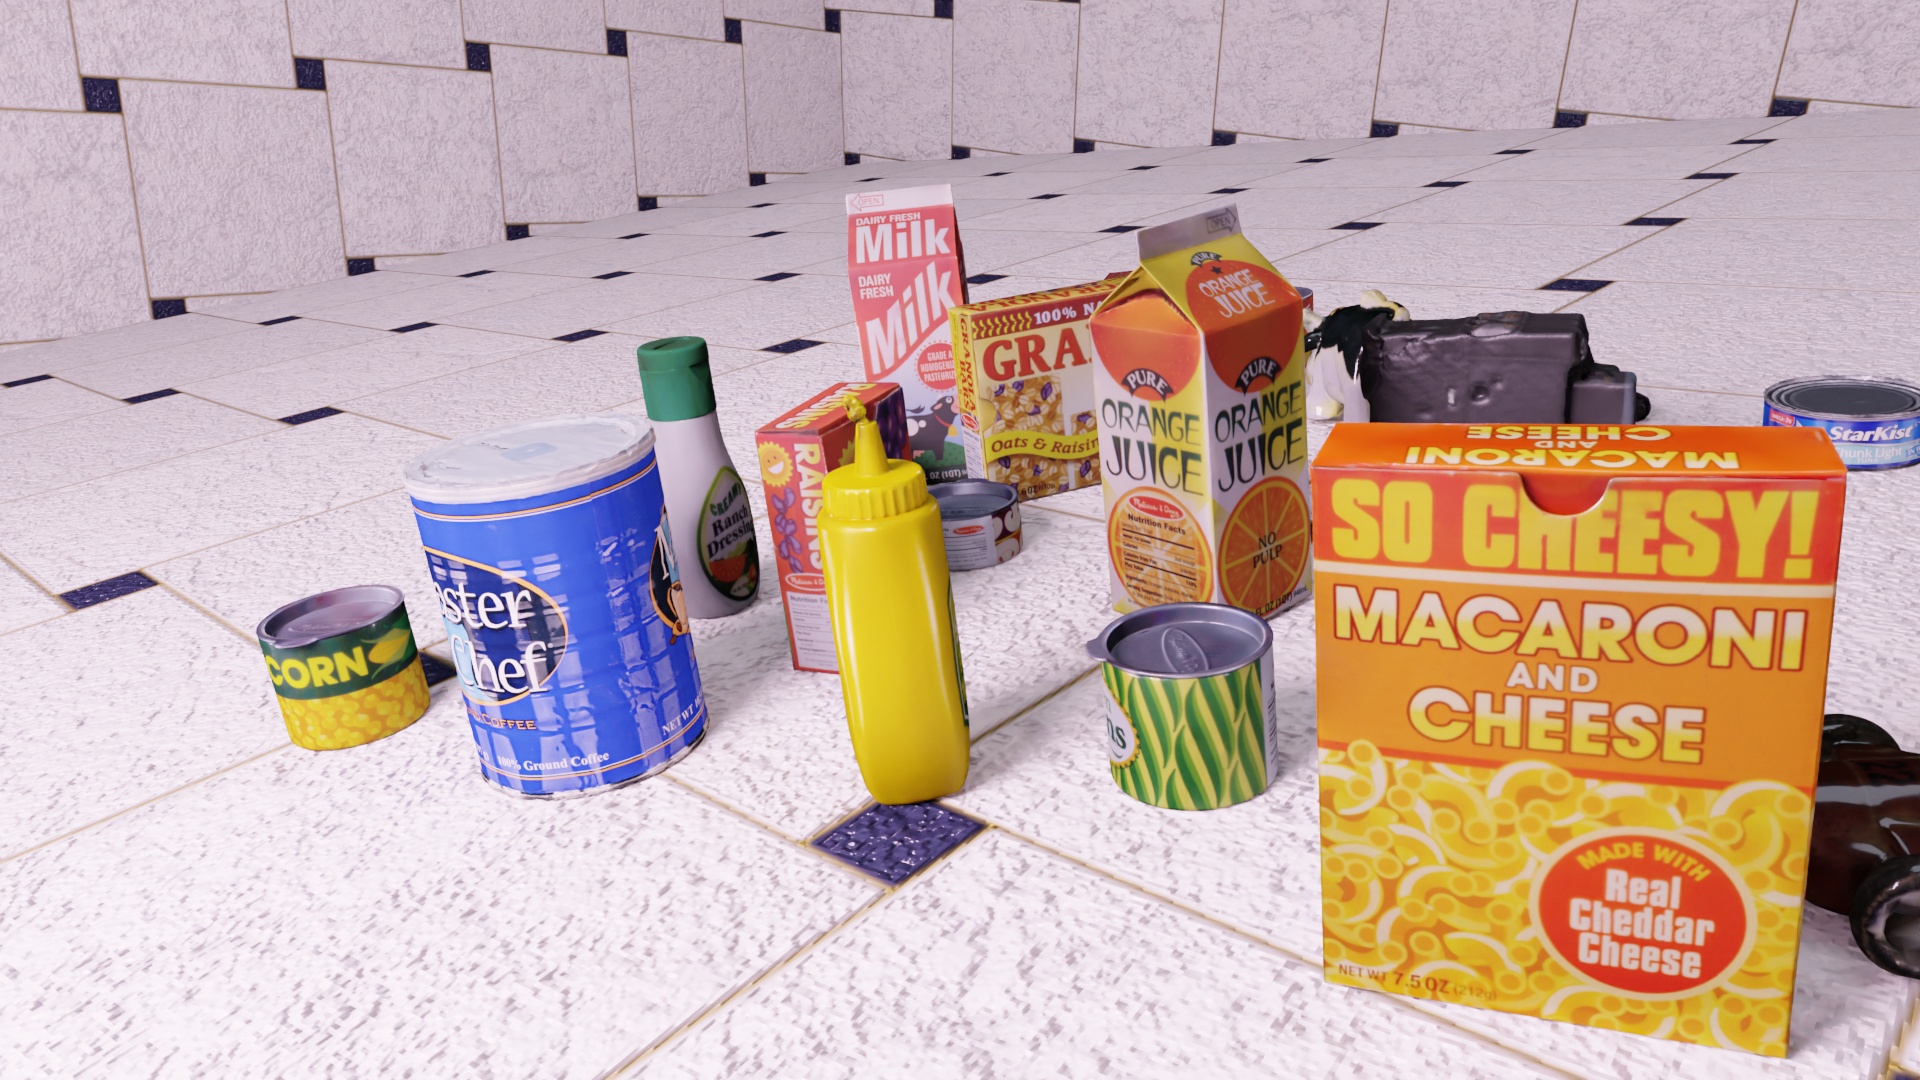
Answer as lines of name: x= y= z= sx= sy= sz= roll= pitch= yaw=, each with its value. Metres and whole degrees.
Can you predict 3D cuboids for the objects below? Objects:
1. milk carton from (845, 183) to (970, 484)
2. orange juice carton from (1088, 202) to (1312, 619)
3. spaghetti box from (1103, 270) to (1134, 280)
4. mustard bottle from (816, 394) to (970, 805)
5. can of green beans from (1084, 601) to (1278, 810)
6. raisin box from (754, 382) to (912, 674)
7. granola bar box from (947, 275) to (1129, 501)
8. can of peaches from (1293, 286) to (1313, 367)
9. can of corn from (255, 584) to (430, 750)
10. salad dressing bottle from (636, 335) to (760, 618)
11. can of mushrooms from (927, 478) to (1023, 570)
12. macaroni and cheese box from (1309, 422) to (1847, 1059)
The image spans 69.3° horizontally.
milk carton: x=-0.029 y=-0.138 z=0.925 sx=0.072 sy=0.189 sz=0.074 roll=-5 pitch=20 yaw=4
orange juice carton: x=0.113 y=-0.057 z=0.656 sx=0.072 sy=0.192 sz=0.073 roll=-21 pitch=24 yaw=-35
spaghetti box: x=0.126 y=-0.190 z=1.221 sx=0.028 sy=0.050 sz=0.251 roll=-1 pitch=21 yaw=17
mustard bottle: x=-0.027 y=0.021 z=0.538 sx=0.049 sy=0.159 sz=0.065 roll=-8 pitch=20 yaw=-4
can of green beans: x=0.088 y=0.063 z=0.536 sx=0.071 sy=0.057 sz=0.071 roll=-6 pitch=20 yaw=2
raisin box: x=-0.055 y=-0.008 z=0.679 sx=0.040 sy=0.123 sz=0.086 roll=2 pitch=22 yaw=25
granola bar box: x=0.082 y=-0.099 z=0.880 sx=0.166 sy=0.123 sz=0.039 roll=-13 pitch=21 yaw=-17
can of peaches: x=0.249 y=-0.167 z=1.107 sx=0.071 sy=0.057 sz=0.071 roll=-6 pitch=20 yaw=2
can of corn: x=-0.295 y=0.061 z=0.664 sx=0.071 sy=0.058 sz=0.071 roll=-6 pitch=20 yaw=2
salad dressing bottle: x=-0.142 y=-0.033 z=0.741 sx=0.044 sy=0.147 sz=0.064 roll=3 pitch=22 yaw=27
can of mushrooms: x=0.003 y=-0.010 z=0.796 sx=0.071 sy=0.033 sz=0.071 roll=-6 pitch=20 yaw=2
macaroni and cheese box: x=0.163 y=0.053 z=0.381 sx=0.124 sy=0.165 sz=0.040 roll=2 pitch=22 yaw=24
